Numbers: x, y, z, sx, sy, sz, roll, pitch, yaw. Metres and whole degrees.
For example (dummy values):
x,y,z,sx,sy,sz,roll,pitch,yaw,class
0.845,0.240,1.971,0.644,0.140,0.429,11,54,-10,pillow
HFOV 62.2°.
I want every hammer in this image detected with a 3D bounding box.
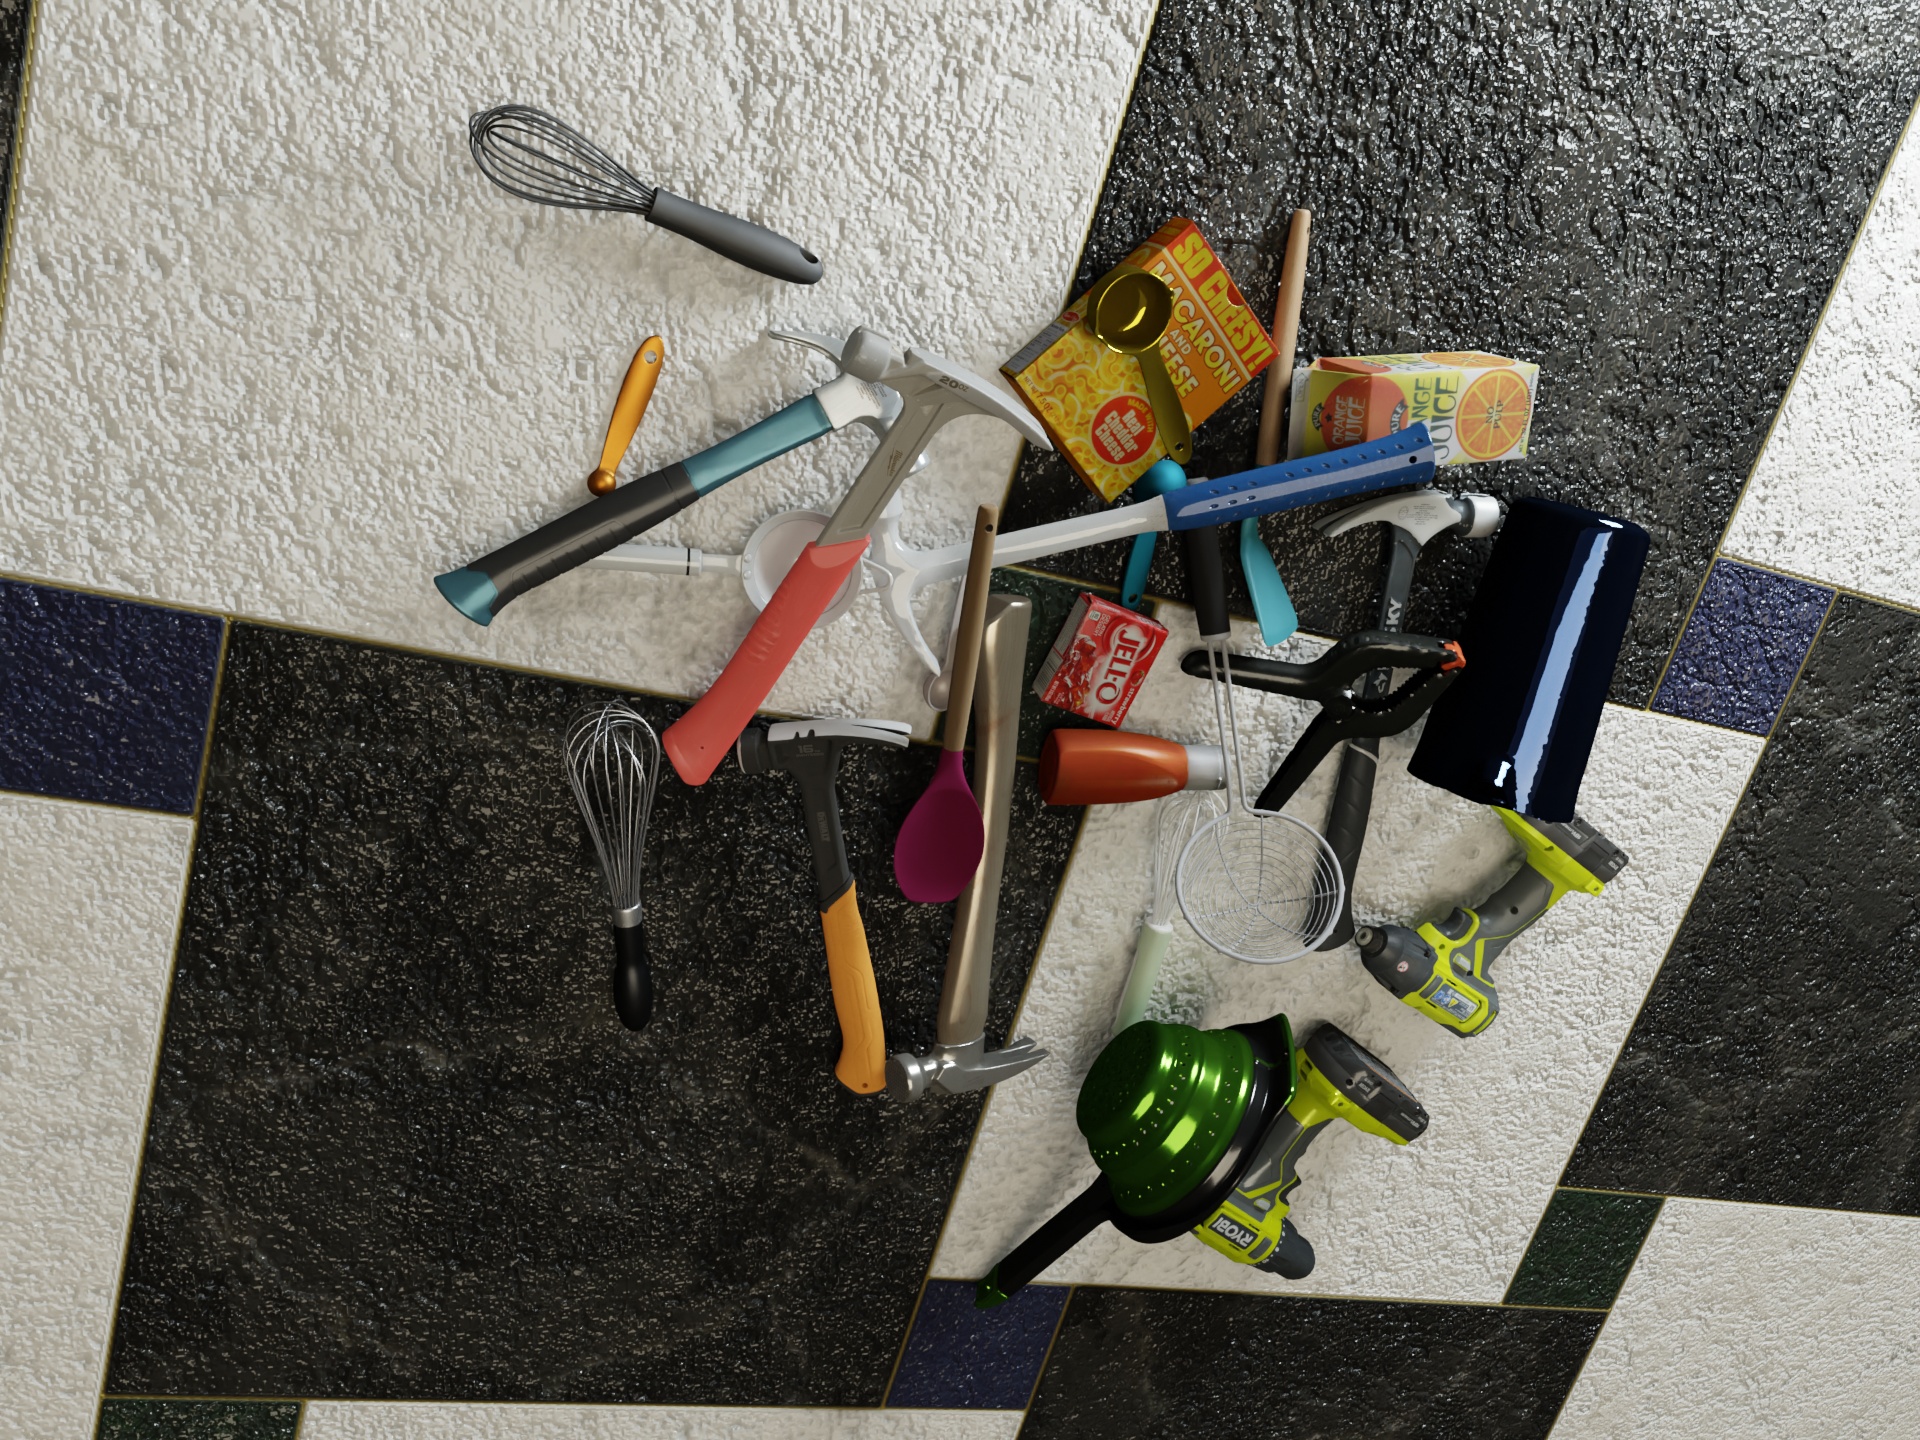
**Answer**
x,y,z,sx,sy,sz,roll,pitch,yaw,class
-0.094,-0.090,1.084,0.149,0.037,0.359,23,119,-26,hammer
0.136,-0.140,1.135,0.405,0.035,0.144,-13,104,1,hammer
0.026,0.103,1.252,0.146,0.038,0.410,-6,111,-34,hammer
-0.085,0.153,1.236,0.127,0.034,0.336,-4,117,5,hammer
0.335,0.009,1.322,0.149,0.036,0.408,0,112,-16,hammer
-0.193,-0.153,1.065,0.331,0.033,0.128,-29,101,-6,hammer

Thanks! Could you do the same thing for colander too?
x,y,z,sx,sy,sz,roll,pitch,yaw,class
0.112,0.369,1.343,0.094,0.205,0.397,37,116,-13,colander

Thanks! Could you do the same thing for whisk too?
x,y,z,sx,sy,sz,roll,pitch,yaw,class
-0.195,-0.327,1.009,0.238,0.055,0.055,16,106,-27,whisk
0.168,0.163,1.330,0.059,0.058,0.246,20,111,12,whisk
-0.247,0.113,1.170,0.070,0.070,0.284,-7,118,-15,whisk

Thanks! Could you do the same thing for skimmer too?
x,y,z,sx,sy,sz,roll,pitch,yaw,class
0.207,-0.001,1.198,0.127,0.090,0.363,-9,99,0,skimmer

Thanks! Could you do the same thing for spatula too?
x,y,z,sx,sy,sz,roll,pitch,yaw,class
0.243,-0.217,1.193,0.082,0.044,0.317,-25,124,-57,spatula

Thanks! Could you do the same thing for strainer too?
x,y,z,sx,sy,sz,roll,pitch,yaw,class
-0.177,-0.111,1.107,0.258,0.050,0.087,3,107,-13,strainer

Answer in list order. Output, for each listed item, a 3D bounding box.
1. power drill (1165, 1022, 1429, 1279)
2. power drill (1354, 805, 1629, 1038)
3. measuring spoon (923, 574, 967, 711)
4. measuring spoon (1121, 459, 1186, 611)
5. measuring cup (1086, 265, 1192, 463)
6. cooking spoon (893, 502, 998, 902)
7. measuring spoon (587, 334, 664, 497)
x,y,z,sx,sy,sz,roll,pitch,yaw,class
0.313,0.406,1.456,0.190,0.080,0.228,37,100,-27,power drill
0.461,0.162,1.400,0.171,0.080,0.223,33,101,-30,power drill
-0.006,-0.068,1.195,0.034,0.018,0.124,2,106,-46,measuring spoon
0.144,-0.133,1.197,0.042,0.021,0.128,-6,124,-27,measuring spoon
0.131,-0.247,1.115,0.062,0.029,0.156,-30,129,-3,measuring cup
-0.002,-0.004,1.142,0.068,0.017,0.318,2,117,-14,cooking spoon
-0.224,-0.203,1.069,0.021,0.011,0.117,18,105,-23,measuring spoon
